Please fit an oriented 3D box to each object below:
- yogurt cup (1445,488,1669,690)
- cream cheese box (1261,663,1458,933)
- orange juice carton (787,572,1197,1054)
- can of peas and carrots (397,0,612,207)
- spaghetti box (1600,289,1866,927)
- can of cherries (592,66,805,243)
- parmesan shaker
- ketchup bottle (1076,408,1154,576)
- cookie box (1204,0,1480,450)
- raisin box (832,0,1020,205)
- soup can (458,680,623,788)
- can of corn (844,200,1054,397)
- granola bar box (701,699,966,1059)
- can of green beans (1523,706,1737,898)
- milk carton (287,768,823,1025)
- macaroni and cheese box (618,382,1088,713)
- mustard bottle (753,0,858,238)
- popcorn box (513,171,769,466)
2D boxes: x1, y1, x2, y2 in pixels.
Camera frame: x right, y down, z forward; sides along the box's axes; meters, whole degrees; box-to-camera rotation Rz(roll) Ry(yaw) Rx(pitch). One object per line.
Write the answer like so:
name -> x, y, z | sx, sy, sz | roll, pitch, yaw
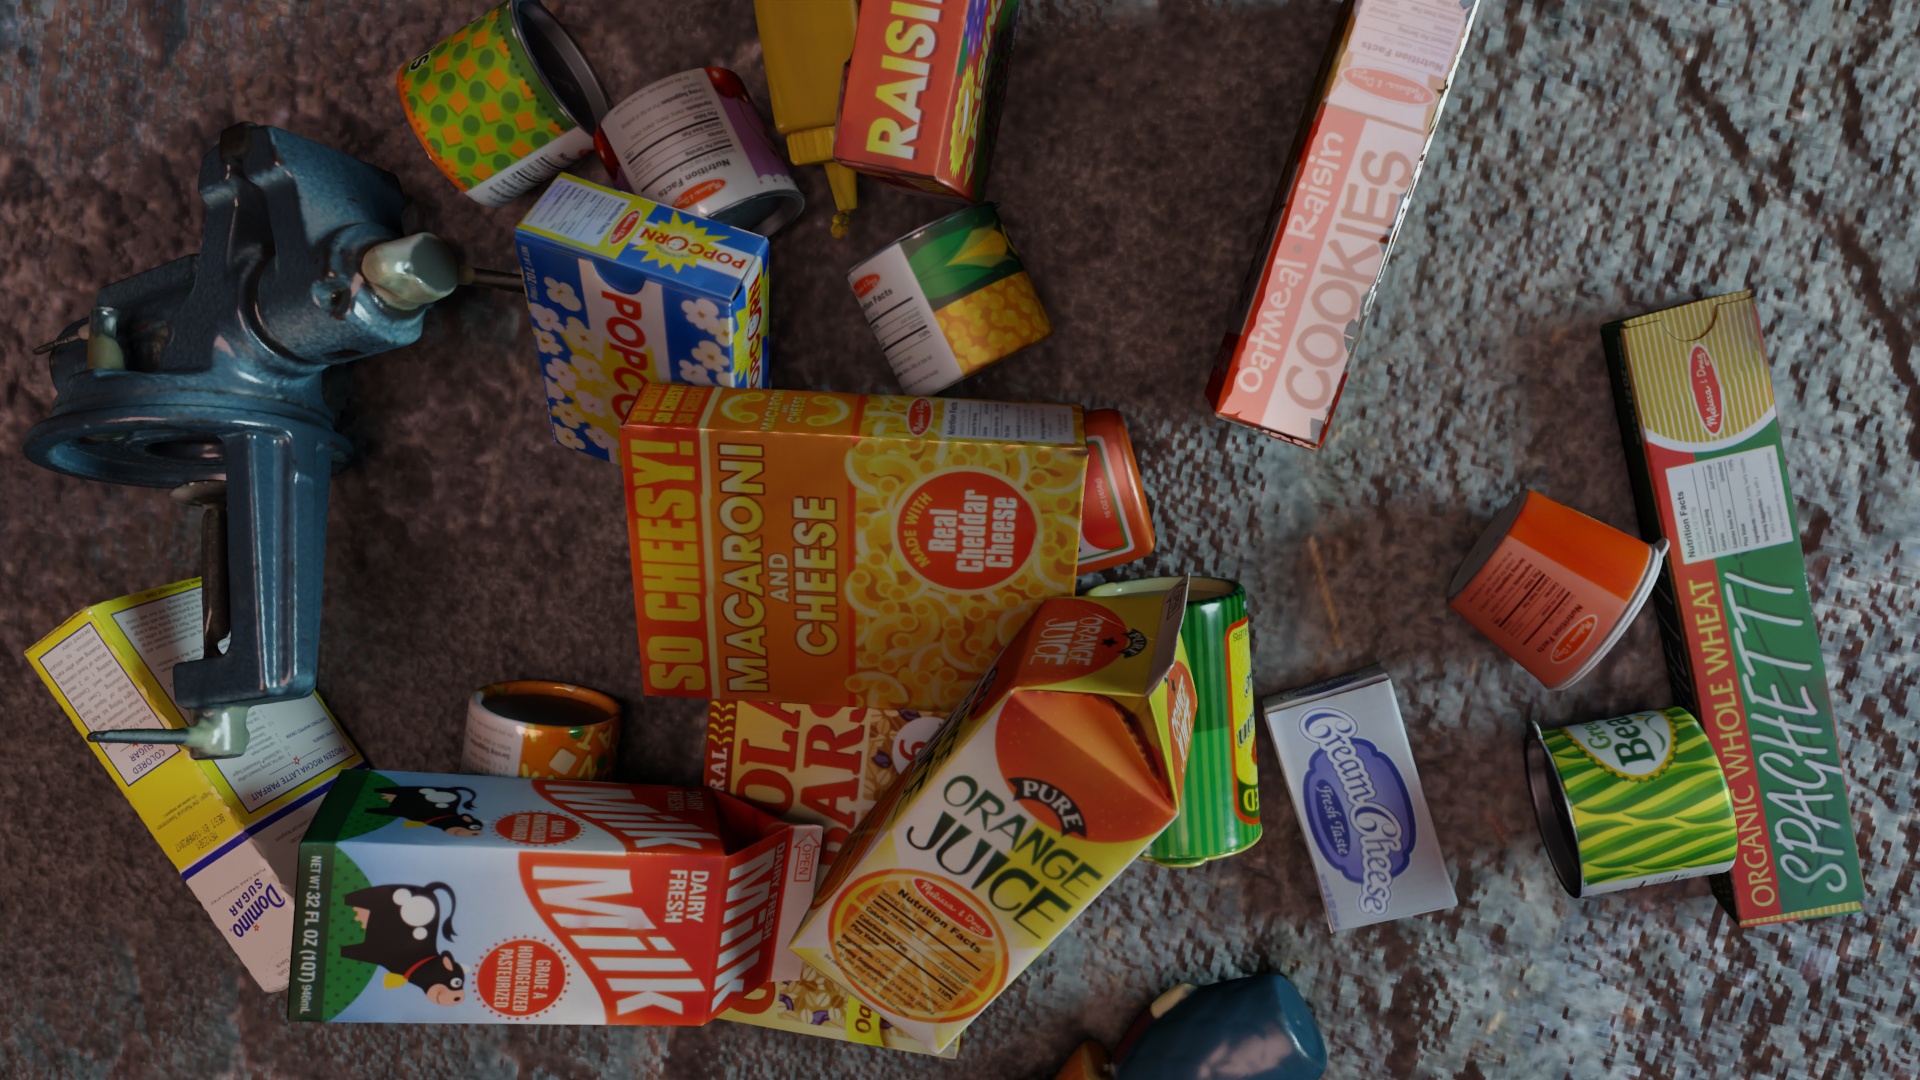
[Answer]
yogurt cup -> 0.227, 0.017, 0.540 | 0.054, 0.072, 0.072 | 34, 102, 10
cream cheese box -> 0.166, 0.109, 0.581 | 0.053, 0.024, 0.103 | -17, 96, 10
orange juice carton -> 0.023, 0.093, 0.510 | 0.073, 0.072, 0.192 | 36, 116, -2
can of peas and carrots -> -0.185, -0.180, 0.565 | 0.058, 0.071, 0.071 | -27, 94, 12
spaghetti box -> 0.305, 0.029, 0.548 | 0.050, 0.029, 0.249 | -13, 96, 10
can of cherries -> -0.105, -0.147, 0.559 | 0.071, 0.071, 0.058 | -28, 88, 11
parmesan shaker -> 0.086, 0.070, 0.562 | 0.071, 0.071, 0.103 | -4, 98, 8
ketchup bottle -> 0.002, -0.007, 0.577 | 0.149, 0.044, 0.064 | -14, 103, 10
cookie box -> 0.134, -0.120, 0.501 | 0.040, 0.123, 0.167 | 19, 101, 6
raisin box -> -0.010, -0.173, 0.513 | 0.040, 0.123, 0.086 | 13, 101, 5
soup can -> -0.184, 0.110, 0.611 | 0.071, 0.071, 0.083 | 12, 99, 6
can of corn -> -0.002, -0.095, 0.554 | 0.071, 0.071, 0.058 | -25, 95, 11
granola bar box -> -0.050, 0.132, 0.607 | 0.124, 0.039, 0.165 | 7, 100, 6
can of green beans -> 0.261, 0.102, 0.546 | 0.058, 0.071, 0.071 | -13, 97, 9
milk carton -> -0.153, 0.140, 0.548 | 0.191, 0.073, 0.072 | 7, 100, -15
macaroni and cheese box -> -0.040, 0.006, 0.535 | 0.166, 0.040, 0.123 | 3, 120, 0
mustard bottle -> -0.054, -0.201, 0.548 | 0.049, 0.065, 0.159 | -6, 104, 4
popcorn box -> -0.121, -0.076, 0.549 | 0.085, 0.126, 0.038 | 19, 56, 5
